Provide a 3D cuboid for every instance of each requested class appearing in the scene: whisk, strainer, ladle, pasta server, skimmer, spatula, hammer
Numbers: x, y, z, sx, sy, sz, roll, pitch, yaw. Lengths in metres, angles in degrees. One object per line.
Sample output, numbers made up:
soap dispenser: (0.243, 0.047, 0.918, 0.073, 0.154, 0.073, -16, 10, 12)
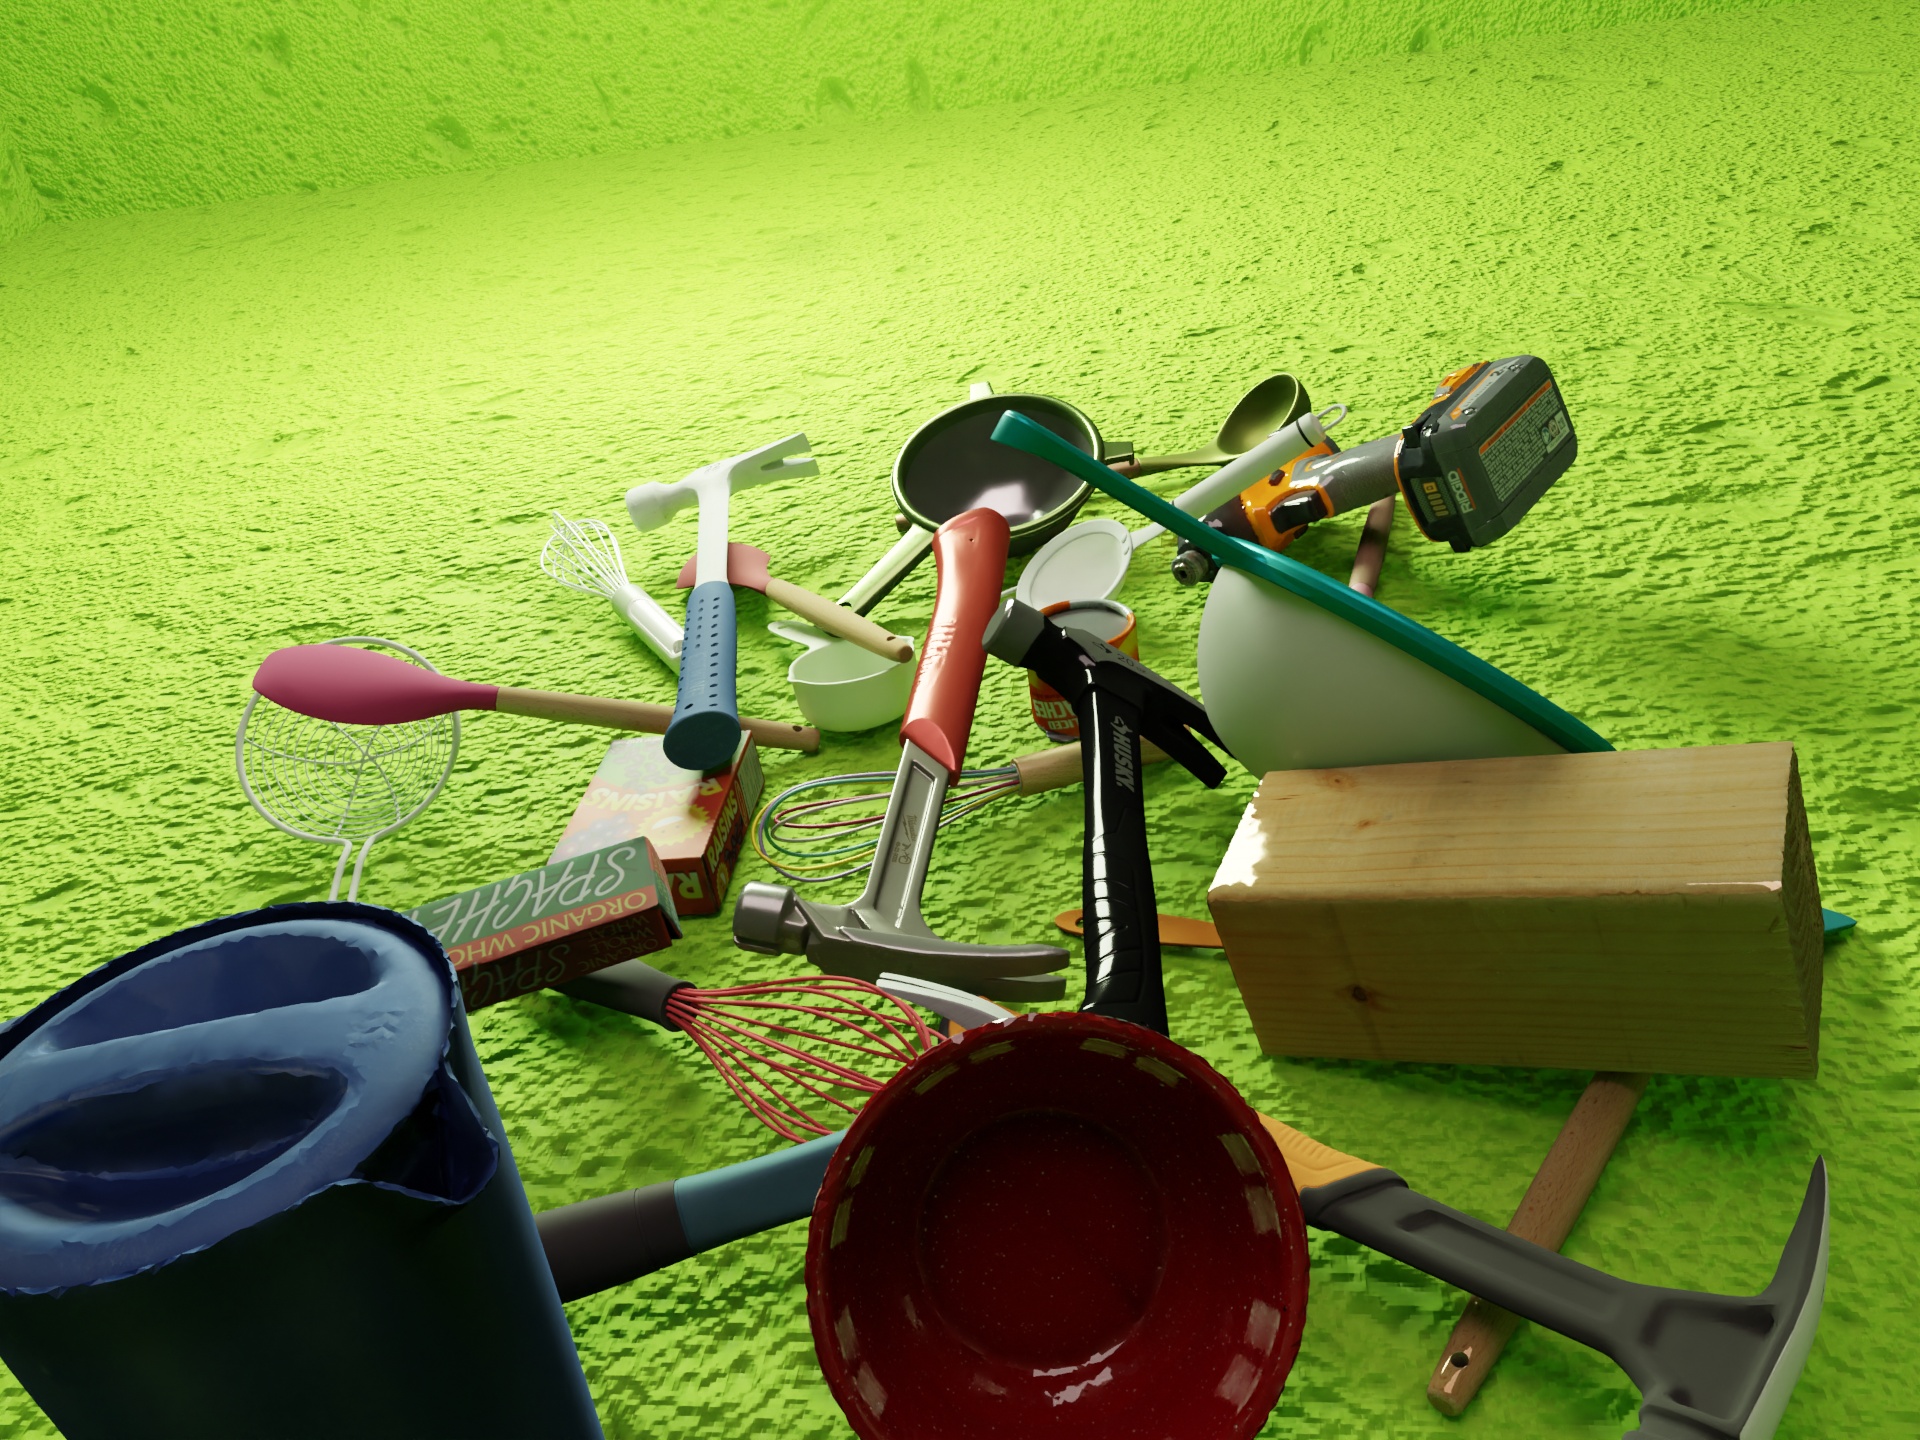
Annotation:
whisk: (-0.111, 0.131, 0.703, 0.296, 0.073, 0.073, 10, 35, 41)
strainer: (0.129, -0.121, 0.988, 0.258, 0.050, 0.087, -32, 39, 28)
whisk: (-0.236, -0.088, 1.110, 0.058, 0.059, 0.247, -34, 42, -16)
strainer: (0.138, -0.021, 0.721, 0.340, 0.095, 0.211, 26, 7, -25)
ladle: (-0.110, -0.078, 1.032, 0.069, 0.031, 0.316, -24, 26, -23)
pasta server: (0.251, -0.082, 0.987, 0.060, 0.040, 0.316, 2, 29, 19)
skimmer: (-0.329, 0.075, 0.817, 0.127, 0.090, 0.364, -10, 31, -8)
spatula: (0.256, 0.144, 0.610, 0.082, 0.044, 0.317, 17, 44, 37)
whisk: (0.008, 0.032, 0.846, 0.245, 0.051, 0.047, -14, 25, -13)
hammer: (-0.154, -0.088, 1.014, 0.144, 0.035, 0.406, -20, 29, 3)
hammer: (0.125, 0.159, 0.579, 0.337, 0.034, 0.127, 14, 45, 42)
hammer: (0.073, 0.054, 0.702, 0.146, 0.035, 0.335, 28, 26, -11)
strainer: (-0.003, -0.124, 1.103, 0.152, 0.069, 0.256, 30, 64, 32)
ladle: (0.105, -0.193, 1.182, 0.320, 0.062, 0.078, -13, 32, -2)
hammer: (-0.112, 0.187, 0.580, 0.331, 0.128, 0.033, -17, -2, 1)
hammer: (-0.001, -0.003, 0.828, 0.149, 0.036, 0.359, 8, 39, 5)

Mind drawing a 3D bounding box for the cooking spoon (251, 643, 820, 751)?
cooking spoon: (-0.239, -0.009, 0.914, 0.319, 0.017, 0.069, 8, 37, -6)

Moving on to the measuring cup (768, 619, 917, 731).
measuring cup: (-0.082, -0.031, 0.988, 0.083, 0.038, 0.168, -21, 22, -22)

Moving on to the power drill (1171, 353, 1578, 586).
power drill: (0.241, -0.141, 0.983, 0.164, 0.084, 0.226, -40, 20, -34)

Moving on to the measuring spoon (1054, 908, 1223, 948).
measuring spoon: (0.098, 0.101, 0.739, 0.117, 0.011, 0.021, 3, 35, 27)
